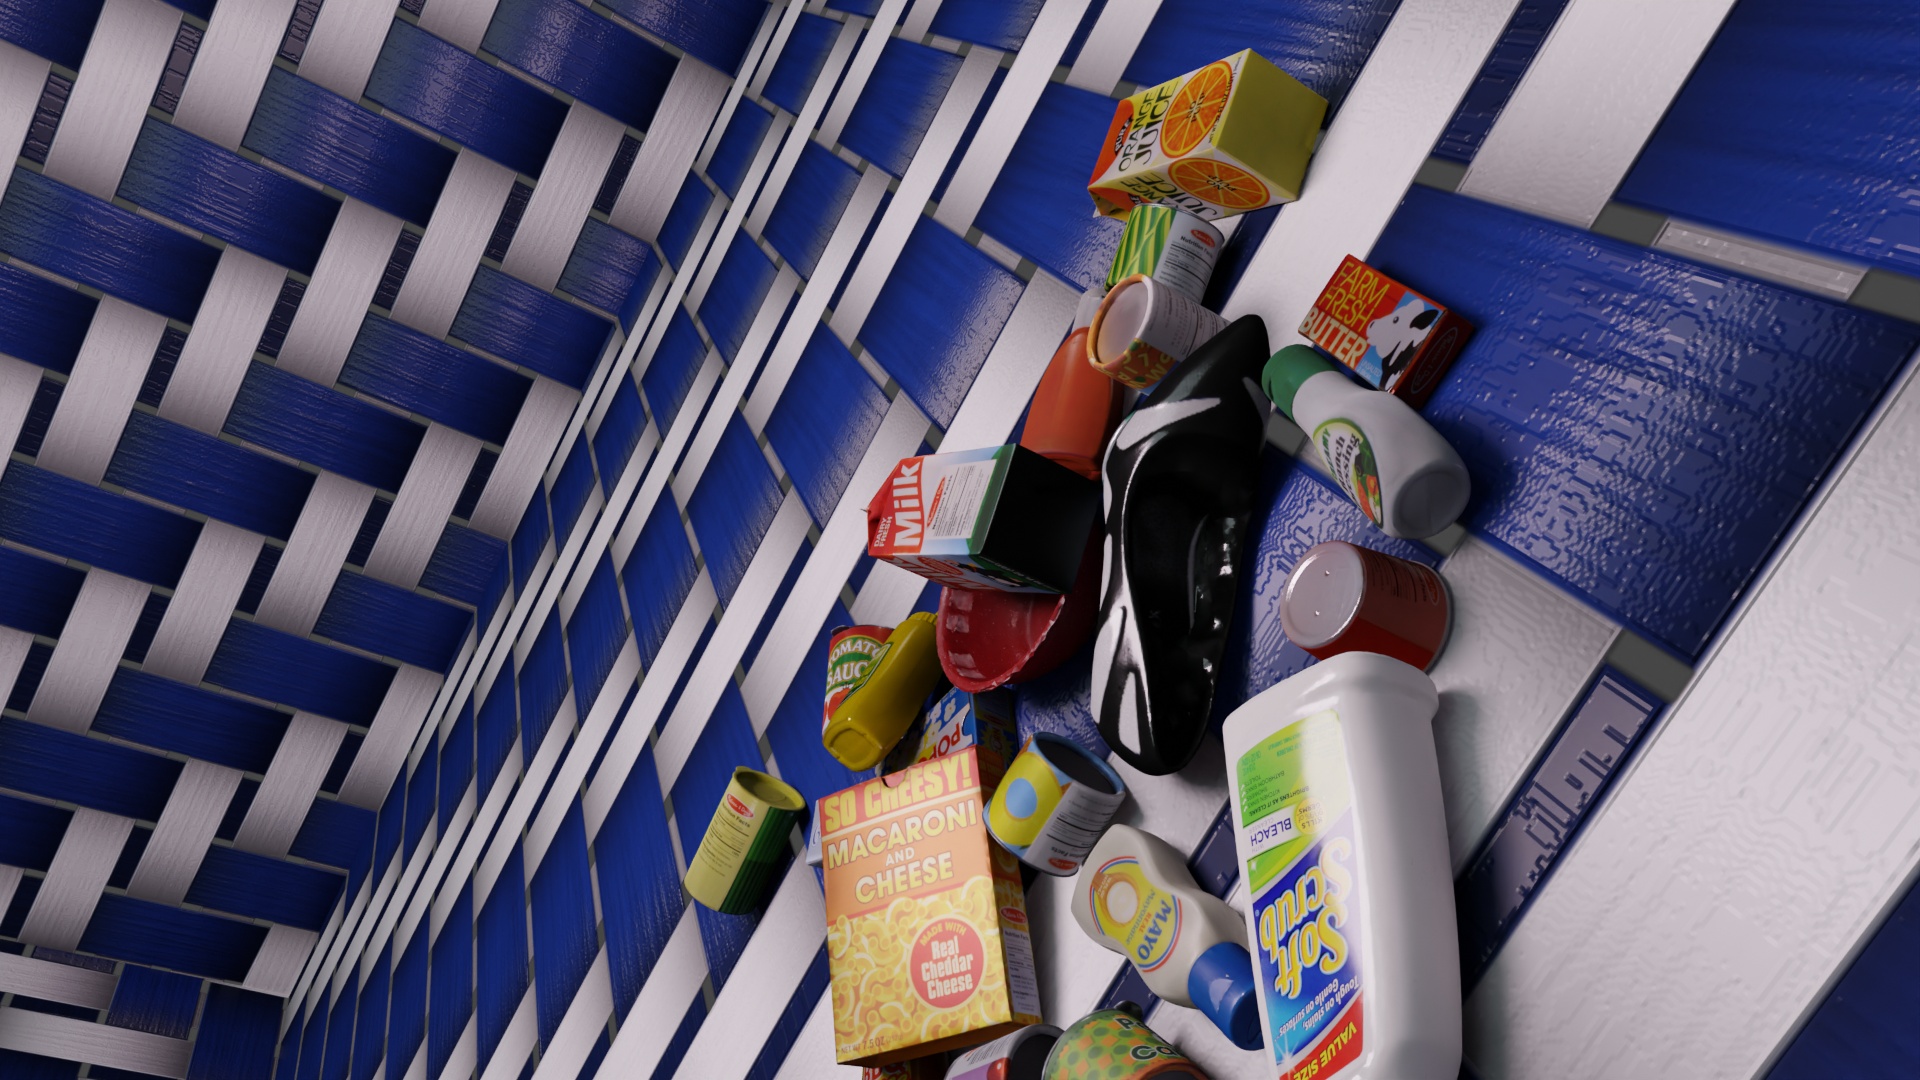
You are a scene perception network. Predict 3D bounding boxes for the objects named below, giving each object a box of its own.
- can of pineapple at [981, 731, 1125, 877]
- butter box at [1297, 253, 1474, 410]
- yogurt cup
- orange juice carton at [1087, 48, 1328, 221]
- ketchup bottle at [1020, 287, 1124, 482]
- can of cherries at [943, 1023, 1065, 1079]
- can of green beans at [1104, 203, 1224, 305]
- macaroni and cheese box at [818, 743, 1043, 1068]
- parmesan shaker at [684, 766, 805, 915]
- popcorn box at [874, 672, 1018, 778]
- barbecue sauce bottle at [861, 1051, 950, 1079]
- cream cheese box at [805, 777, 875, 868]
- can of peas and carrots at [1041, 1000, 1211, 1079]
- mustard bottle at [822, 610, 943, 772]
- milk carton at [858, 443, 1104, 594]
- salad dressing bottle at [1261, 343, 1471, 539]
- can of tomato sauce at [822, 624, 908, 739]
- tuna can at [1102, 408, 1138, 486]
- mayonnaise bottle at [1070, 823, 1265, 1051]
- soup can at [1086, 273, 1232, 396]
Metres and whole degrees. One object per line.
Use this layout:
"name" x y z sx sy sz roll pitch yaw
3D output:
"can of pineapple" 0.054 0.152 0.813 0.057 0.071 0.071 -59 27 13
"butter box" 0.228 -0.115 0.753 0.053 0.024 0.104 -59 27 17
"yogurt cup" 0.192 0.034 0.668 0.072 0.054 0.073 -41 37 41
"orange juice carton" 0.154 -0.267 0.956 0.192 0.073 0.072 8 76 63
"ketchup bottle" 0.087 -0.110 0.978 0.065 0.043 0.149 2 60 25
"can of cherries" 0.034 0.300 0.738 0.058 0.071 0.072 -41 36 40
"can of green beans" 0.136 -0.185 0.932 0.071 0.071 0.058 12 81 63
"macaroni and cheese box" -0.023 0.222 0.847 0.123 0.040 0.167 -23 57 24
"parmesan shaker" -0.184 0.253 1.171 0.103 0.071 0.071 -64 26 7
"popcorn box" -0.012 0.163 0.958 0.126 0.038 0.085 -47 31 34
"barbecue sauce bottle" -0.034 0.313 0.874 0.064 0.043 0.149 -38 37 35
"cream cheese box" -0.081 0.217 1.058 0.103 0.024 0.053 -31 43 50
"can of peas and carrots" 0.083 0.267 0.670 0.059 0.071 0.071 17 85 63
"mustard bottle" -0.043 0.098 1.018 0.065 0.049 0.161 -44 8 44
"milk carton" 0.003 -0.011 0.907 0.190 0.072 0.073 -1 68 60
"salad dressing bottle" 0.202 -0.056 0.711 0.044 0.064 0.148 -20 34 -4
"can of tomato sauce" -0.072 0.116 1.072 0.071 0.071 0.083 -39 38 43
"tuna can" 0.123 -0.051 0.885 0.070 0.033 0.071 -43 35 40
"mayonnaise bottle" 0.110 0.200 0.699 0.064 0.041 0.148 -64 26 2
"soup can" 0.129 -0.120 0.872 0.071 0.084 0.072 -43 35 41
